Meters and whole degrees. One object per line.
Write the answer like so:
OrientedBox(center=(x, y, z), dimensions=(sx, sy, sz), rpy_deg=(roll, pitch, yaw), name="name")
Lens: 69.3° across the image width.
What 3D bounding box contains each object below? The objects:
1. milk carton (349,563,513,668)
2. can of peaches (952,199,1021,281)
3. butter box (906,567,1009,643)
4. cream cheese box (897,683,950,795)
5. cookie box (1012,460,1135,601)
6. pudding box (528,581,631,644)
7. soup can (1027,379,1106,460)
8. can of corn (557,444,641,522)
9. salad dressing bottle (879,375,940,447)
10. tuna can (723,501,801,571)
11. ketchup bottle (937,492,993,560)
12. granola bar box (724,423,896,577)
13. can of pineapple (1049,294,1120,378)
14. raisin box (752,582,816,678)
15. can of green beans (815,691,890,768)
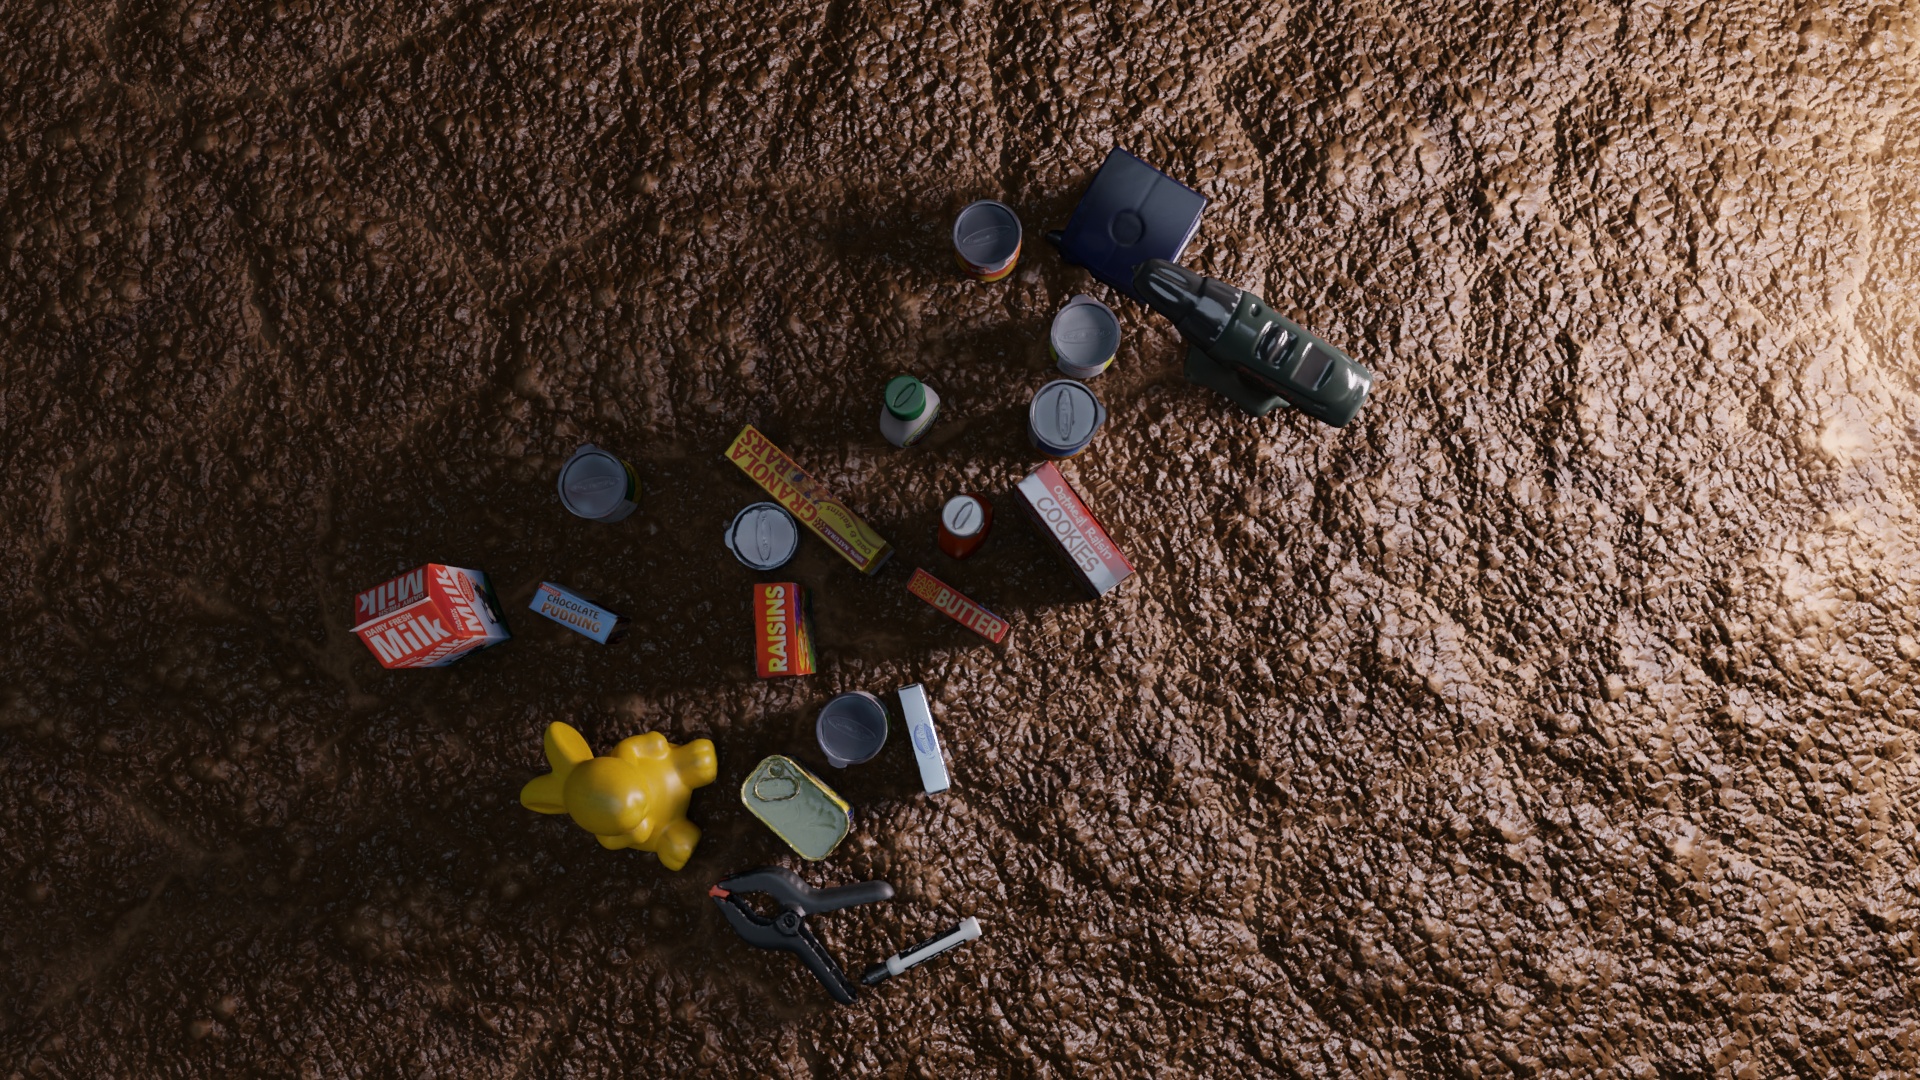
OrientedBox(center=(-0.482, 0.070, 1.263), dimensions=(0.072, 0.190, 0.073), rpy_deg=(-24, 85, -1), name="milk carton")
OrientedBox(center=(0.026, -0.288, 1.351), dimensions=(0.071, 0.058, 0.071), rpy_deg=(0, 85, 1), name="can of peaches")
OrientedBox(center=(-0.002, 0.063, 1.323), dimensions=(0.103, 0.053, 0.024), rpy_deg=(32, 87, 3), name="butter box")
OrientedBox(center=(-0.034, 0.186, 1.313), dimensions=(0.024, 0.053, 0.104), rpy_deg=(-16, 85, 0), name="cream cheese box")
OrientedBox(center=(0.101, -0.006, 1.270), dimensions=(0.040, 0.167, 0.123), rpy_deg=(-38, 86, -2), name="cookie box")
OrientedBox(center=(-0.364, 0.069, 1.331), dimensions=(0.084, 0.049, 0.030), rpy_deg=(25, 86, 3), name="pudding box")
OrientedBox(center=(0.100, -0.113, 1.321), dimensions=(0.071, 0.083, 0.071), rpy_deg=(0, 85, 1), name="soup can")
OrientedBox(center=(-0.346, -0.054, 1.337), dimensions=(0.071, 0.058, 0.071), rpy_deg=(0, 85, 1), name="can of corn")
OrientedBox(center=(-0.049, -0.122, 1.293), dimensions=(0.044, 0.147, 0.064), rpy_deg=(42, 88, 4), name="salad dressing bottle")
OrientedBox(center=(-0.190, -0.003, 1.343), dimensions=(0.071, 0.033, 0.071), rpy_deg=(0, 85, 1), name="tuna can")
OrientedBox(center=(0.005, -0.016, 1.282), dimensions=(0.043, 0.148, 0.065), rpy_deg=(33, 87, 3), name="ketchup bottle")
OrientedBox(center=(-0.139, -0.033, 1.298), dimensions=(0.165, 0.124, 0.039), rpy_deg=(40, 87, 4), name="granola bar box")
OrientedBox(center=(0.120, -0.195, 1.341), dimensions=(0.071, 0.058, 0.071), rpy_deg=(0, 85, 1), name="can of pineapple")
OrientedBox(center=(-0.163, 0.083, 1.289), dimensions=(0.040, 0.123, 0.086), rpy_deg=(-3, 85, 1), name="raisin box")
OrientedBox(center=(-0.101, 0.176, 1.313), dimensions=(0.071, 0.058, 0.071), rpy_deg=(0, 85, 1), name="can of green beans")
